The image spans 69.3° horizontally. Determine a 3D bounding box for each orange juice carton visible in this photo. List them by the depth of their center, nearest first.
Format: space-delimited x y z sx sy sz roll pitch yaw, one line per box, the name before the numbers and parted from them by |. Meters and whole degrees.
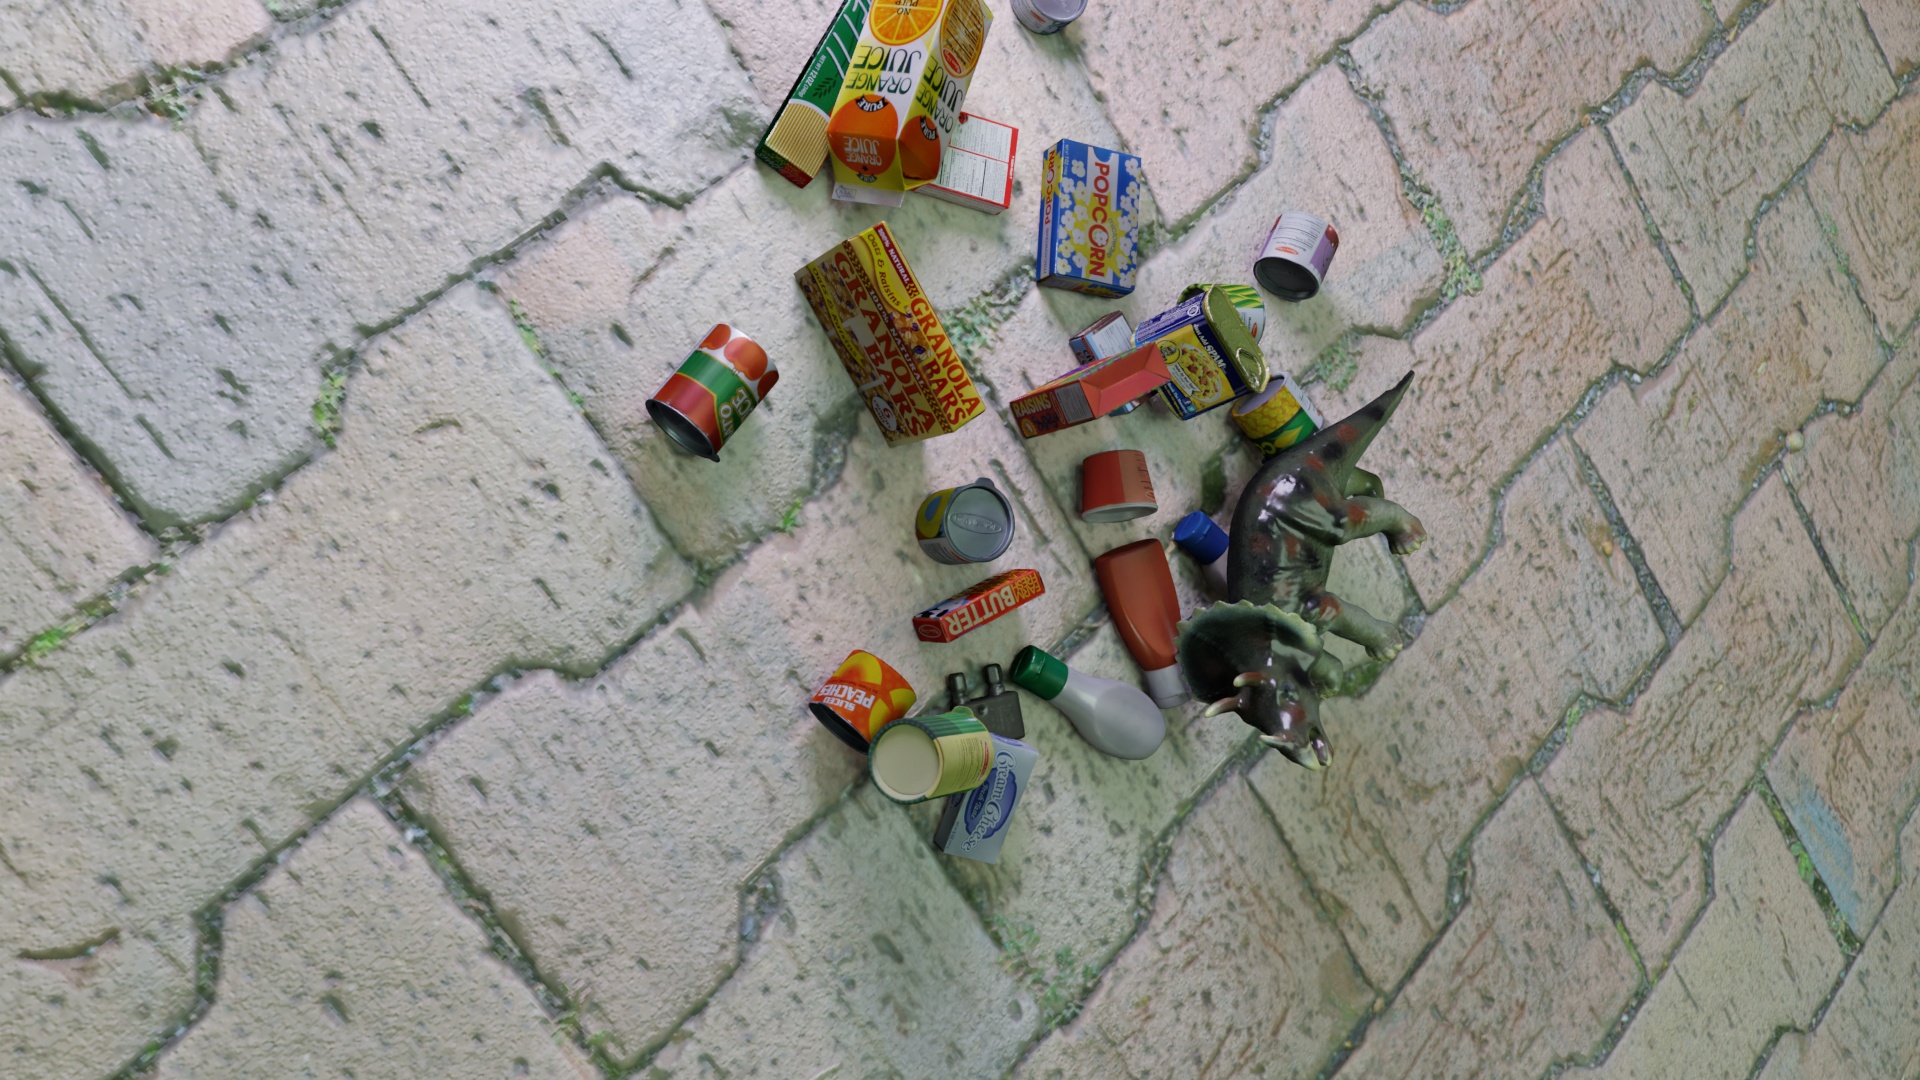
orange juice carton | -0.046 -0.363 1.131 0.073 0.072 0.193 28 79 -61

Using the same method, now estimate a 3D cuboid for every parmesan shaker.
parmesan shaker | -0.023 0.167 1.094 0.103 0.071 0.071 12 78 -67

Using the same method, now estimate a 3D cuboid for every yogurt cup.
yogurt cup | 0.138 -0.048 1.229 0.072 0.072 0.054 -1 79 -27

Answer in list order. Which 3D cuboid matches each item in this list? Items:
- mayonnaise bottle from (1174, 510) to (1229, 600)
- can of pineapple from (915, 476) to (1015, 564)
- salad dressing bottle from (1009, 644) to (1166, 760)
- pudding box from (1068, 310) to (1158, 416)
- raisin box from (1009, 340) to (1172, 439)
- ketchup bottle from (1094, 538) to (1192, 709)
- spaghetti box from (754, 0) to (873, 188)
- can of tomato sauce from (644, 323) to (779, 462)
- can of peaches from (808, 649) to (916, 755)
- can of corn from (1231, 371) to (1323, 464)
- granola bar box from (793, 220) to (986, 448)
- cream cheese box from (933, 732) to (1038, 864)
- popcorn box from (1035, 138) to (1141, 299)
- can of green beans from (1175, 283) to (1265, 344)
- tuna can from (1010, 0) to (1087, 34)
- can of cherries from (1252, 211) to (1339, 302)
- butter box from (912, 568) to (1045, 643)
mayonnaise bottle | 0.262 0.031 1.299 0.148 0.041 0.065 41 69 -18
can of pineapple | 0.004 -0.015 1.161 0.071 0.058 0.071 2 86 -27
salad dressing bottle | 0.111 0.140 1.213 0.147 0.044 0.064 32 74 -20
pudding box | 0.141 -0.159 1.257 0.050 0.030 0.083 -37 103 -25
raisin box | 0.109 -0.127 1.186 0.086 0.123 0.040 -29 99 -25
ketchup bottle | 0.171 0.076 1.247 0.065 0.043 0.148 -21 96 -26
spaghetti box | -0.092 -0.410 1.158 0.050 0.028 0.251 33 73 -22
can of tomato sauce | -0.188 -0.114 1.065 0.071 0.071 0.083 43 69 -18
can of peaches | -0.078 0.127 1.102 0.071 0.071 0.058 47 68 -17
can of corn | 0.297 -0.116 1.314 0.058 0.071 0.071 48 68 -16
granola bar box | -0.057 -0.160 1.103 0.039 0.124 0.165 -34 102 -23
cream cheese box | 0.022 0.214 1.158 0.053 0.024 0.103 19 94 -26
popcorn box | 0.116 -0.287 1.249 0.085 0.038 0.126 6 84 -25
can of green beans | 0.240 -0.205 1.290 0.058 0.071 0.071 -3 88 -26
tuna can | 0.081 -0.494 1.249 0.071 0.033 0.071 2 86 -27
can of cherries | 0.324 -0.273 1.341 0.071 0.071 0.058 34 72 -21
butter box | 0.016 0.054 1.164 0.104 0.053 0.024 -26 100 -26
